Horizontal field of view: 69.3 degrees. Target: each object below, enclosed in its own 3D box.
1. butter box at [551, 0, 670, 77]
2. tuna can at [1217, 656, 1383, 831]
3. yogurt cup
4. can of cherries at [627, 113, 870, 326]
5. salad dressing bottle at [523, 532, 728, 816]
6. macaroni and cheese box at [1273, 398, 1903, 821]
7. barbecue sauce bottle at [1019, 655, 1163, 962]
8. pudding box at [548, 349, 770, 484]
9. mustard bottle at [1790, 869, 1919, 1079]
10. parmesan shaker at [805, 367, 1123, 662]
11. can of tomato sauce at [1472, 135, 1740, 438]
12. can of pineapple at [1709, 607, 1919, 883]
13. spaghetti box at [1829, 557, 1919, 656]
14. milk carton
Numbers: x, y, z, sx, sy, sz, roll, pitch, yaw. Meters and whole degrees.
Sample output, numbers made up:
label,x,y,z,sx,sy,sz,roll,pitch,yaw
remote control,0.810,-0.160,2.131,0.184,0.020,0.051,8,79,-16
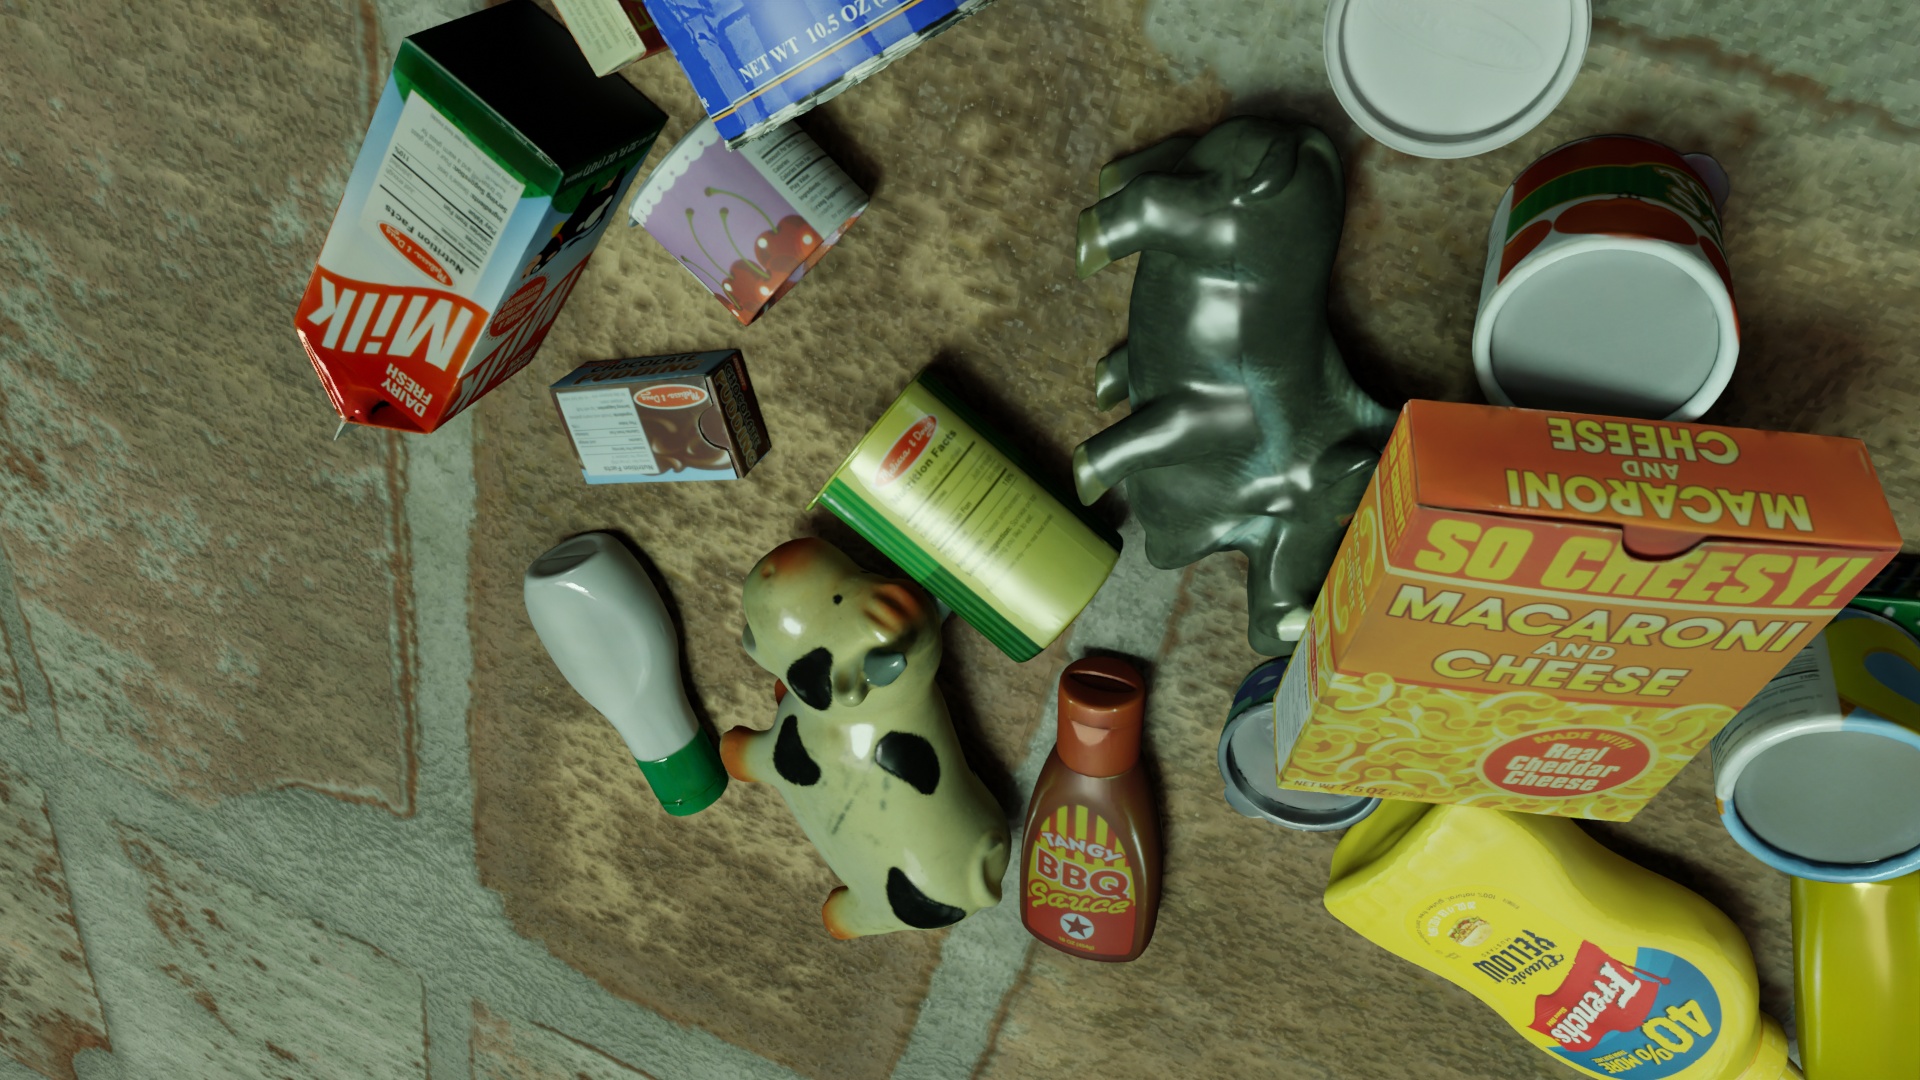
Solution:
label,x,y,z,sx,sy,sz,roll,pitch,yaw
butter box,-0.130,-0.213,0.471,0.024,0.053,0.103,-19,113,30
tuna can,0.138,0.083,0.559,0.071,0.033,0.070,12,125,17
yogurt cup,0.140,-0.148,0.391,0.072,0.054,0.072,12,125,17
can of cherries,-0.077,-0.119,0.501,0.058,0.072,0.071,44,128,-10
salad dressing bottle,-0.159,0.068,0.678,0.064,0.044,0.147,-8,119,26
macaroni and cheese box,0.175,0.030,0.423,0.124,0.040,0.165,5,145,2
barbecue sauce bottle,0.059,0.119,0.612,0.065,0.044,0.147,12,125,18
pudding box,-0.128,-0.051,0.592,0.083,0.030,0.049,-1,120,25
mustard bottle,0.323,0.136,0.493,0.049,0.065,0.159,-2,116,30
parmesan shaker,0.002,-0.007,0.538,0.103,0.072,0.071,40,129,-5
can of tomato sauce,0.187,-0.073,0.401,0.071,0.083,0.070,12,126,17
can of pineapple,0.271,0.064,0.431,0.071,0.058,0.070,12,126,17
spaghetti box,0.286,0.030,0.460,0.250,0.029,0.050,5,124,22
milk carton,-0.202,-0.113,0.558,0.073,0.073,0.189,40,127,-5
